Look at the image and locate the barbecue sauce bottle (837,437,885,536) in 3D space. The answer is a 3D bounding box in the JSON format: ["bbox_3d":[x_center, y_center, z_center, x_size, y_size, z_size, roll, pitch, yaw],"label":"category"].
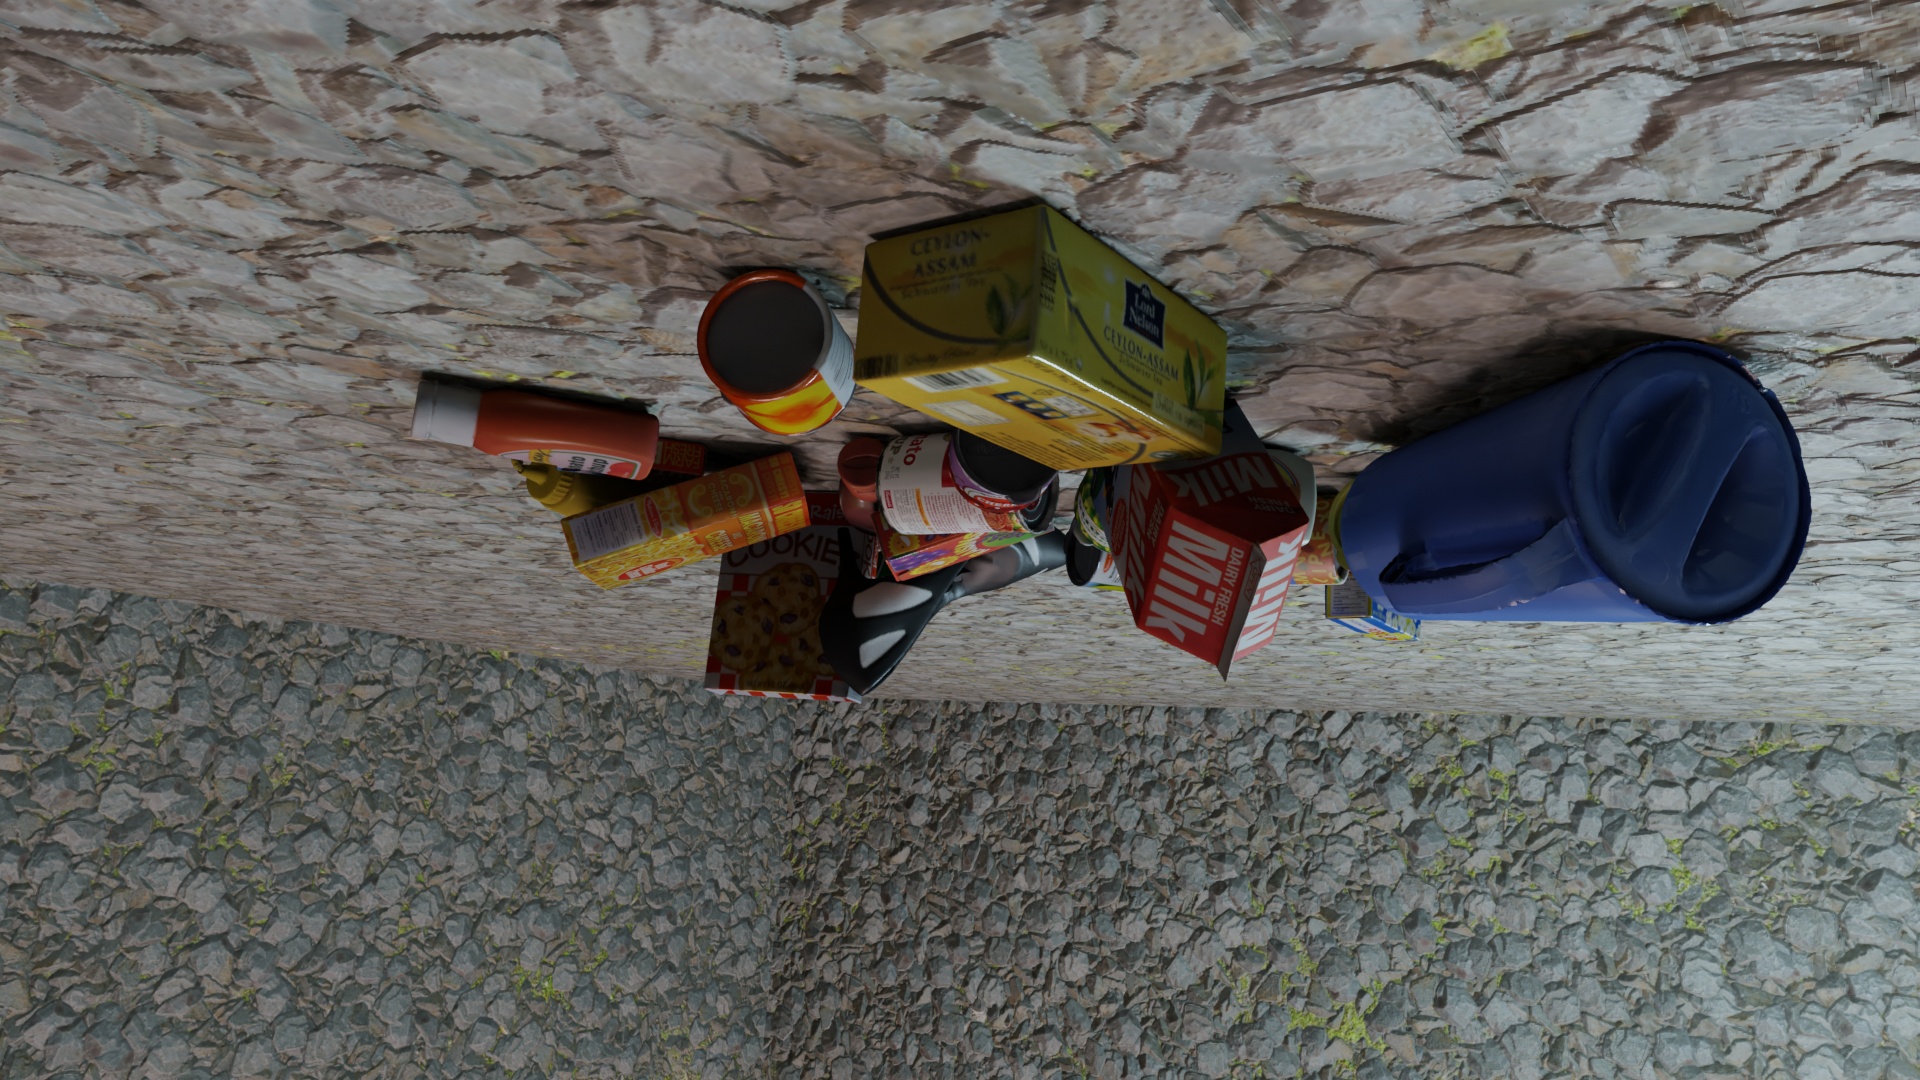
[{"bbox_3d":[-0.059,-0.037,0.998,0.065,0.044,0.148,-3,168,4],"label":"barbecue sauce bottle"}]

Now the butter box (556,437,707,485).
[{"bbox_3d":[-0.237,-0.060,1.002,0.103,0.024,0.053,7,169,-14],"label":"butter box"}]

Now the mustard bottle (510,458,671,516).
[{"bbox_3d":[-0.283,-0.039,1.067,0.065,0.049,0.160,-9,164,33],"label":"mustard bottle"}]

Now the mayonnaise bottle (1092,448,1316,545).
[{"bbox_3d":[0.154,-0.037,0.868,0.148,0.065,0.041,14,163,-25],"label":"mayonnaise bottle"}]

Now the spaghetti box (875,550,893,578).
[{"bbox_3d":[-0.064,0.036,1.256,0.249,0.050,0.028,-14,158,29],"label":"spaghetti box"}]

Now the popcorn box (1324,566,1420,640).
[{"bbox_3d":[0.320,0.028,1.072,0.038,0.085,0.126,-4,166,33],"label":"popcorn box"}]

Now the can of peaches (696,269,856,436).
[{"bbox_3d":[-0.089,-0.089,0.666,0.071,0.071,0.058,3,168,7],"label":"can of peaches"}]

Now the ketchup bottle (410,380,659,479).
[{"bbox_3d":[-0.274,-0.073,0.898,0.149,0.043,0.064,9,168,-21],"label":"ketchup bottle"}]

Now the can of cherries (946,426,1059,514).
[{"bbox_3d":[0.026,-0.050,0.814,0.071,0.071,0.058,5,169,-4],"label":"can of cherries"}]

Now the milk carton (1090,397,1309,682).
[{"bbox_3d":[0.123,-0.009,0.718,0.073,0.072,0.191,6,-151,-8],"label":"milk carton"}]

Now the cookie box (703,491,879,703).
[{"bbox_3d":[-0.134,0.043,1.125,0.123,0.168,0.040,2,166,15],"label":"cookie box"}]

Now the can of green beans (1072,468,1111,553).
[{"bbox_3d":[0.110,-0.027,0.914,0.071,0.071,0.057,5,169,0],"label":"can of green beans"}]

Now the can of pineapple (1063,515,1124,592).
[{"bbox_3d":[0.122,0.007,1.099,0.058,0.071,0.071,8,168,-20],"label":"can of pineapple"}]

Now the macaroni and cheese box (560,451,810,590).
[{"bbox_3d":[-0.198,-0.014,1.027,0.167,0.040,0.123,-18,172,-8],"label":"macaroni and cheese box"}]

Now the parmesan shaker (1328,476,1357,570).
[{"bbox_3d":[0.302,-0.002,0.959,0.071,0.071,0.103,-3,167,34],"label":"parmesan shaker"}]

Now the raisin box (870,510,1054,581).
[{"bbox_3d":[0.004,-0.012,0.993,0.123,0.040,0.086,-18,168,0],"label":"raisin box"}]

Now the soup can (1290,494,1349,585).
[{"bbox_3d":[0.235,-0.002,1.009,0.084,0.071,0.071,-2,167,27],"label":"soup can"}]

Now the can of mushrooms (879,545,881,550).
[{"bbox_3d":[-0.035,-0.005,1.185,0.071,0.033,0.071,4,169,1],"label":"can of mushrooms"}]
